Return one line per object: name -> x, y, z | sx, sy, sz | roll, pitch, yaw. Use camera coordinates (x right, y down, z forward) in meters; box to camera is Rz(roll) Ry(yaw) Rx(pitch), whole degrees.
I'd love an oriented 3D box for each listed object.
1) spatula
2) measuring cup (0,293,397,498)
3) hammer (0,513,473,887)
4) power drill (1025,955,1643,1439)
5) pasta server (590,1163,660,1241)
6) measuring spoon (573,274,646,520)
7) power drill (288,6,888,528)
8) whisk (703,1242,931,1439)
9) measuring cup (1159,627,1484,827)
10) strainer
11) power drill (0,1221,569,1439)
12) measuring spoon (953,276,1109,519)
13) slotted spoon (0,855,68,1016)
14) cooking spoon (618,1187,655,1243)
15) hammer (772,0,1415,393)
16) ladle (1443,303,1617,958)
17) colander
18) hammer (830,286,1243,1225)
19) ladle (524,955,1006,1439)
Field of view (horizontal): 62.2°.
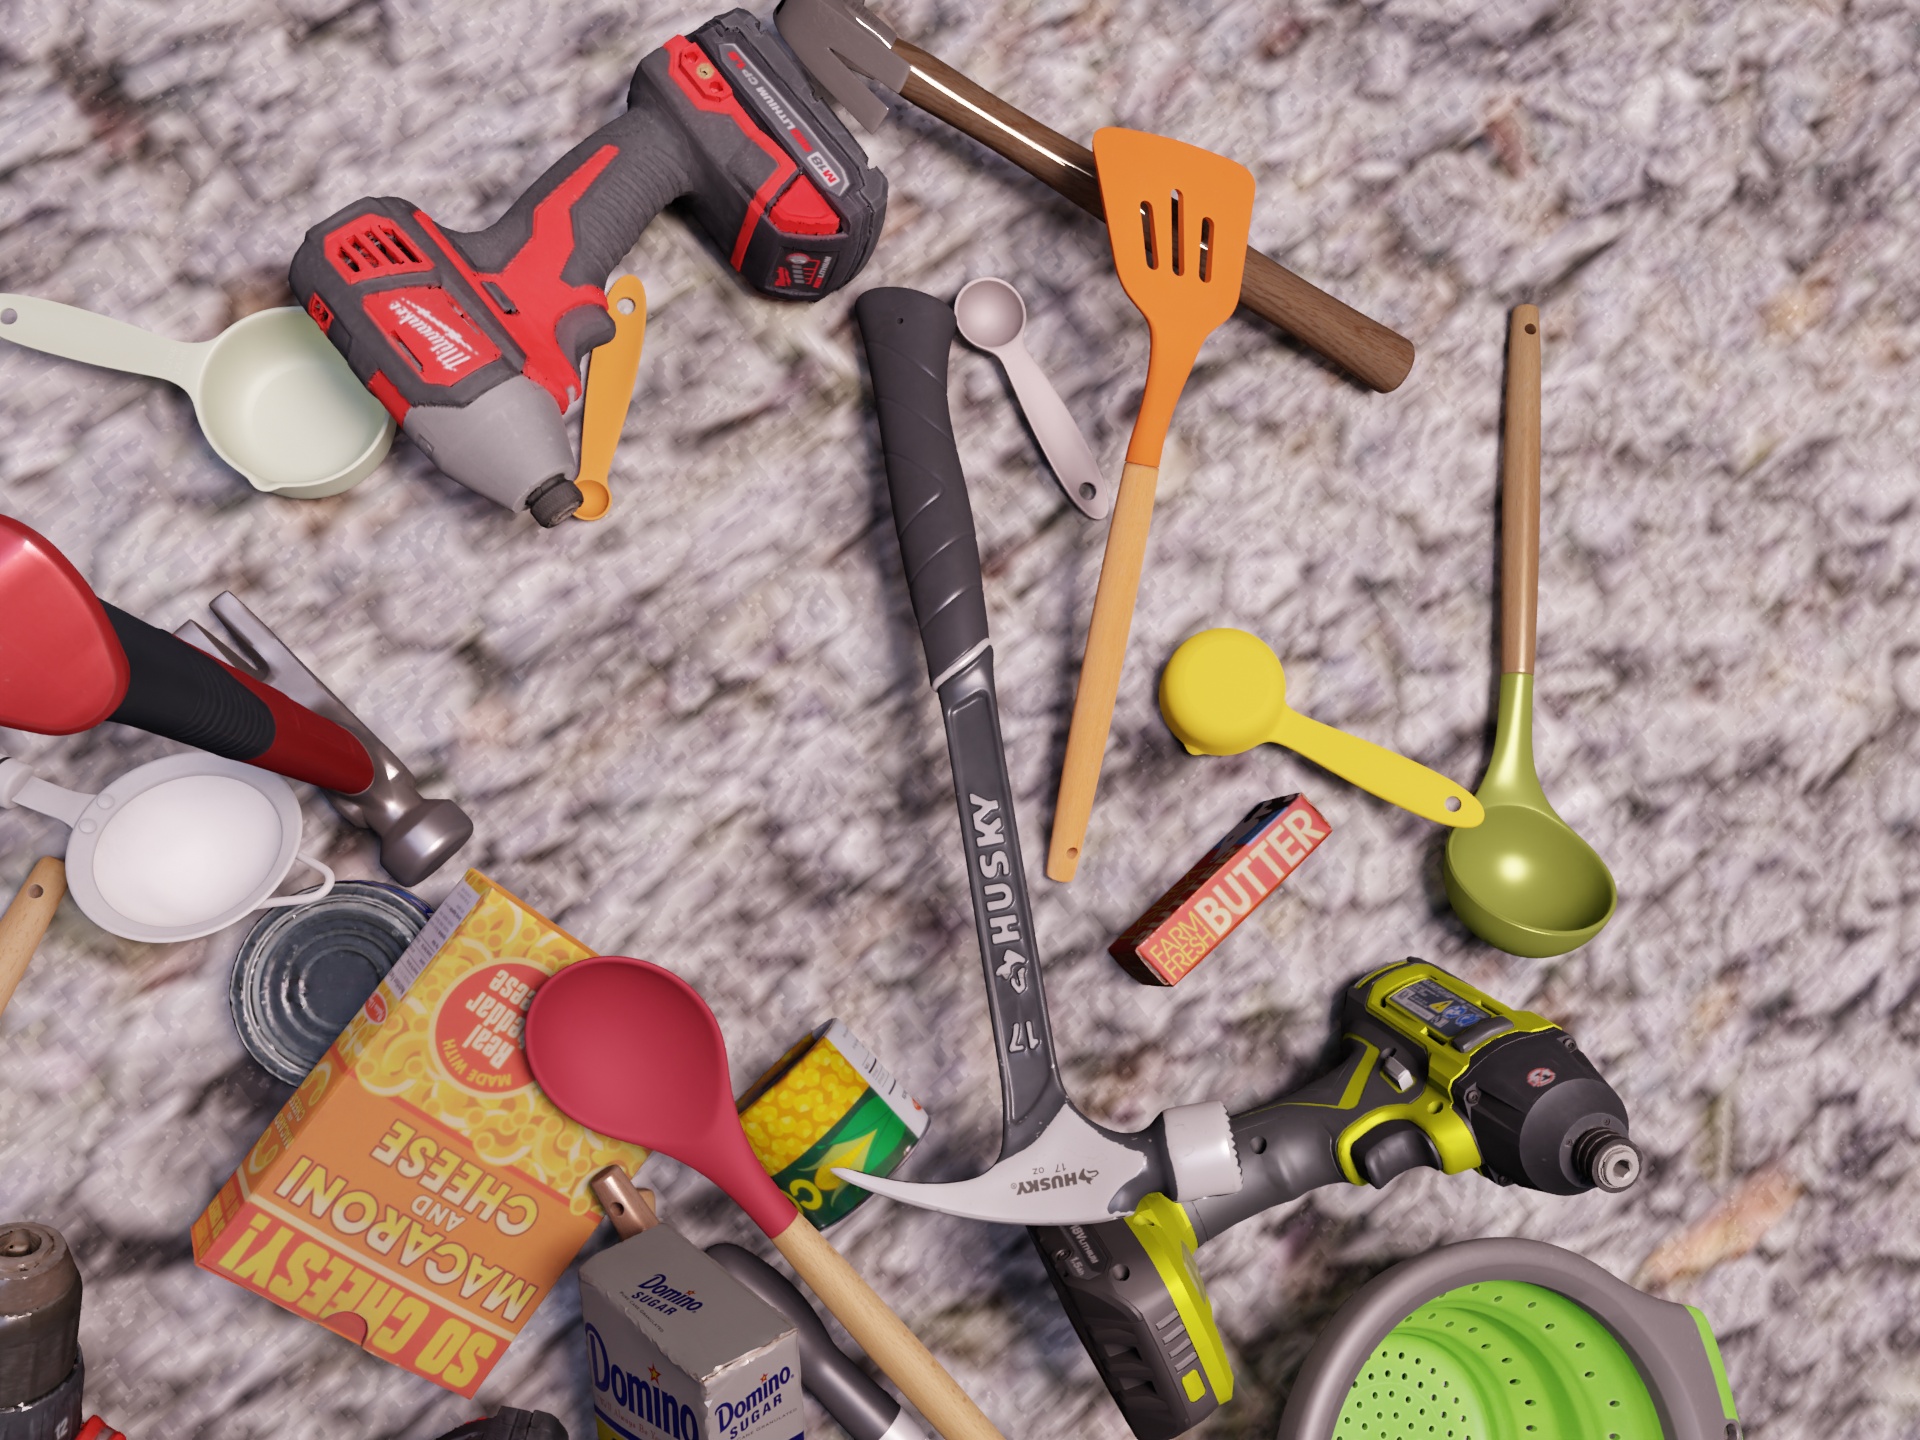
spatula -> 0.070, -0.087, 0.690 | 0.081, 0.041, 0.322 | 6, 101, -24
measuring cup -> -0.318, -0.142, 0.659 | 0.167, 0.038, 0.083 | 15, 80, -6
hammer -> -0.231, -0.013, 0.479 | 0.143, 0.386, 0.038 | 45, 78, -2
power drill -> 0.142, 0.182, 0.636 | 0.223, 0.171, 0.080 | -26, 103, -8
pasta server -> -0.059, 0.312, 0.632 | 0.060, 0.040, 0.316 | -30, 97, 5
measuring spoon -> -0.156, -0.143, 0.704 | 0.021, 0.011, 0.117 | 10, 78, -9
power drill -> -0.144, -0.184, 0.659 | 0.220, 0.078, 0.143 | -39, 91, -21
whisk -> -0.004, 0.319, 0.653 | 0.284, 0.070, 0.070 | 44, 78, 3
measuring cup -> 0.162, 0.007, 0.711 | 0.156, 0.029, 0.062 | 26, 79, 12
strainer -> -0.366, 0.028, 0.628 | 0.258, 0.050, 0.087 | 22, 54, -1
power drill -> -0.263, 0.280, 0.568 | 0.226, 0.080, 0.188 | 14, 107, -7
measuring spoon -> 0.034, -0.147, 0.738 | 0.034, 0.018, 0.124 | -31, 96, -15
slotted spoon -> -0.420, 0.197, 0.603 | 0.070, 0.031, 0.314 | 25, 77, -7
cooking spoon -> -0.134, 0.353, 0.640 | 0.068, 0.017, 0.319 | 3, 82, -22
hammer -> 0.067, -0.239, 0.719 | 0.331, 0.130, 0.031 | 27, 121, -13
ladle -> 0.268, -0.049, 0.746 | 0.078, 0.062, 0.320 | 6, 79, -5
colander -> 0.127, 0.327, 0.633 | 0.397, 0.094, 0.204 | -7, 82, -20
hammer -> -0.001, -0.002, 0.653 | 0.149, 0.036, 0.409 | -12, 70, 5
ladle -> -0.050, 0.213, 0.614 | 0.069, 0.031, 0.315 | -40, 94, 3
